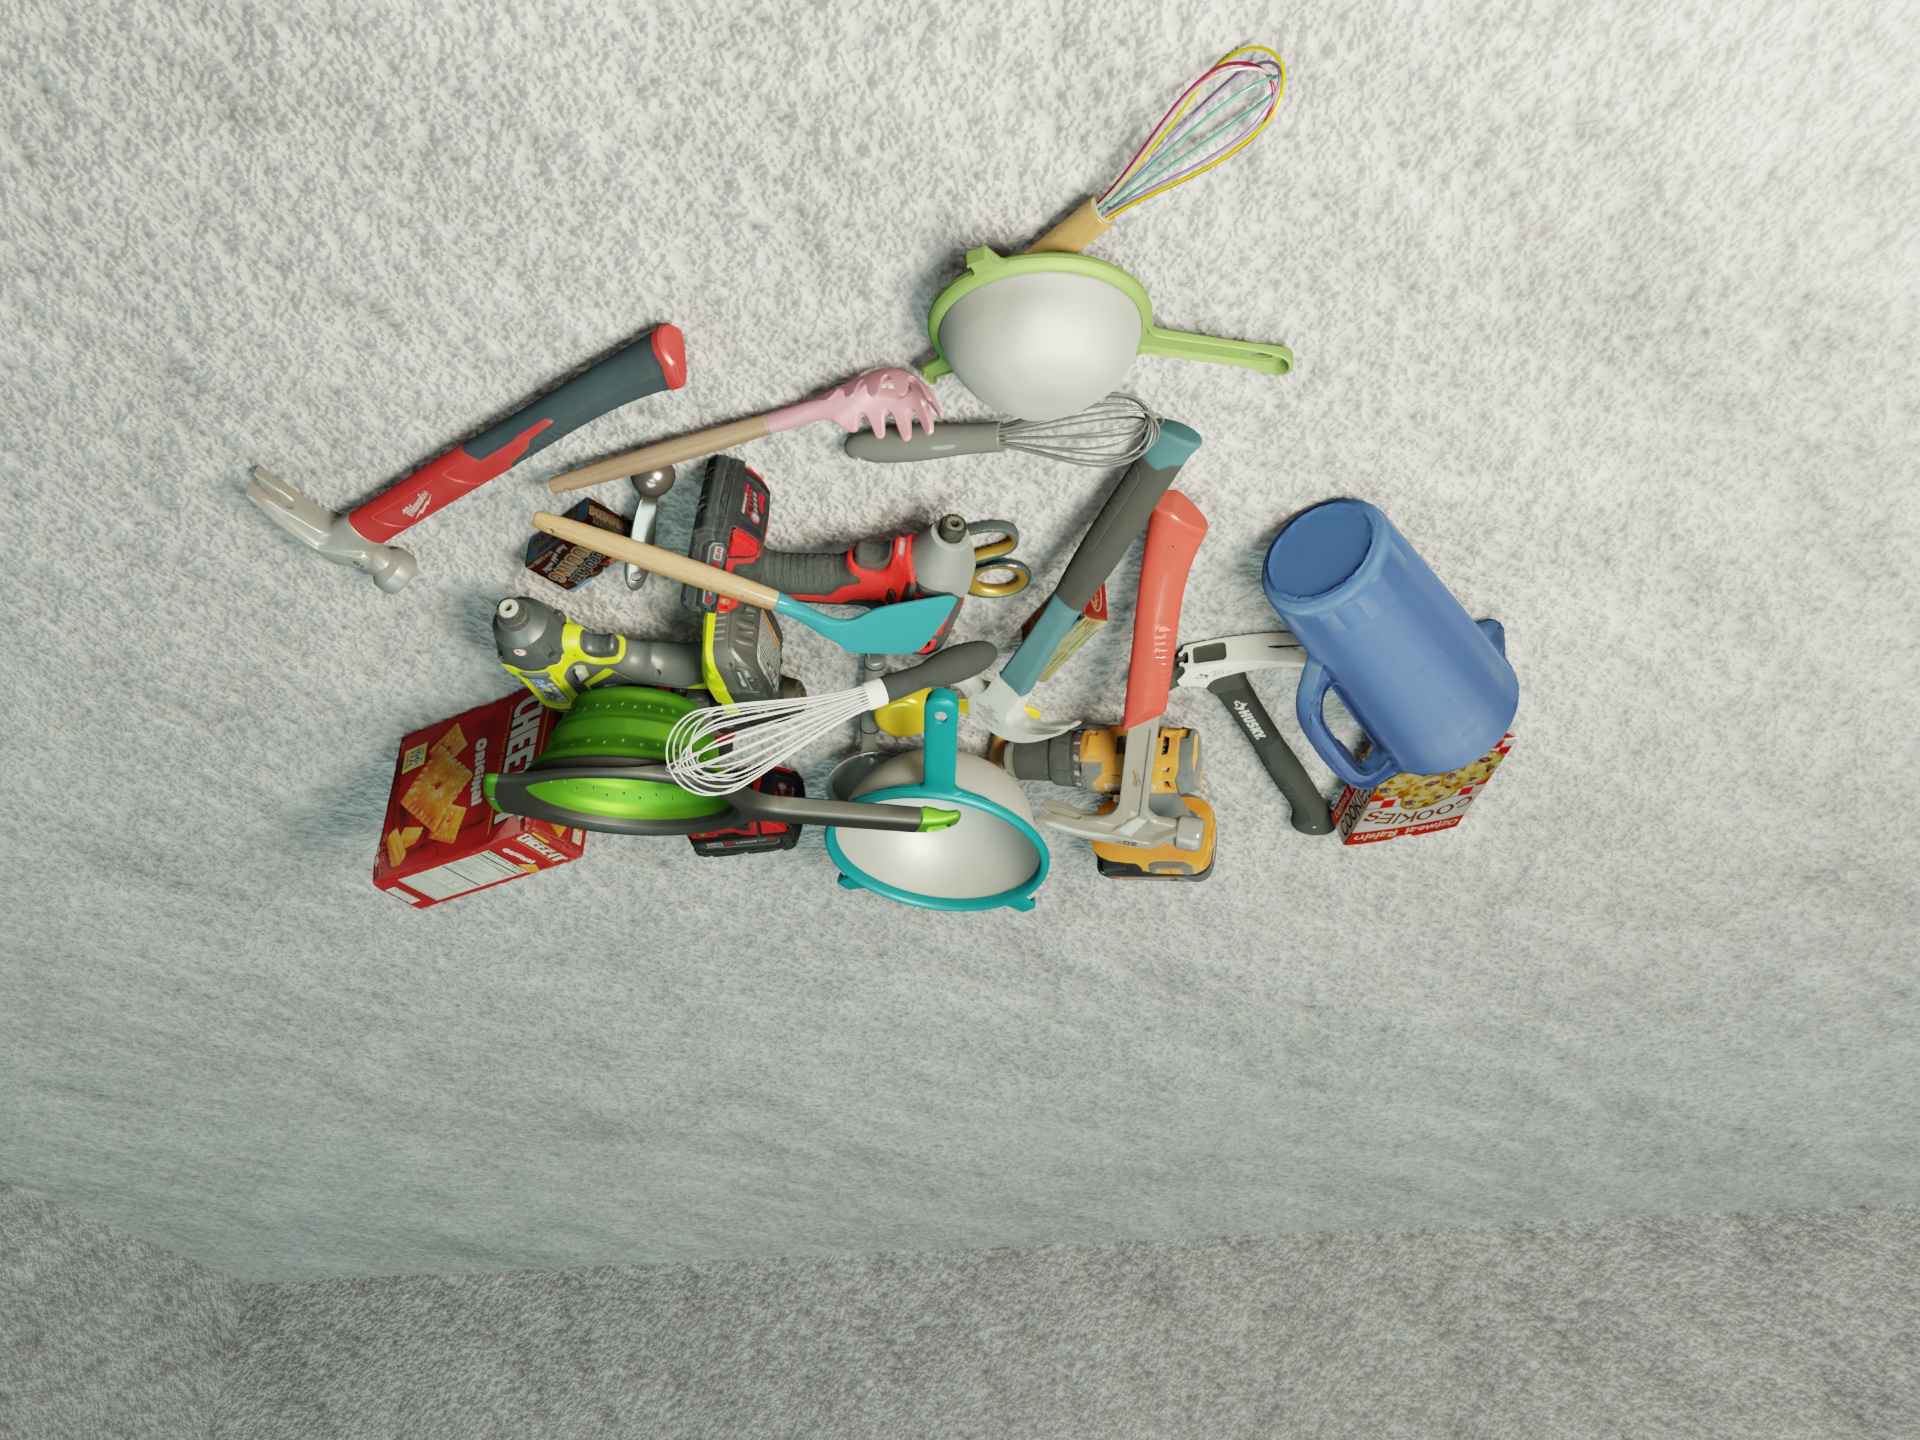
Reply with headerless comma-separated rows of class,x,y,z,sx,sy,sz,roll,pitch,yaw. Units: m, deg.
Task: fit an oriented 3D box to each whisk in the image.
whisk,-0.097,-0.010,1.253,0.284,0.070,0.070,-21,151,-17
whisk,0.103,-0.328,0.977,0.245,0.051,0.047,-28,102,43
whisk,0.029,-0.206,1.153,0.239,0.055,0.055,-1,147,16

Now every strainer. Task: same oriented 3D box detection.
strainer,0.105,-0.235,1.064,0.256,0.069,0.151,5,160,-13
strainer,-0.085,0.011,1.493,0.087,0.050,0.258,-7,142,-12
strainer,-0.015,0.052,1.446,0.211,0.095,0.340,7,144,3

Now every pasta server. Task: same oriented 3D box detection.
pasta server,-0.164,-0.204,1.164,0.316,0.040,0.060,-12,155,17

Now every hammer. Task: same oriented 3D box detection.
hammer,0.091,-0.106,1.252,0.033,0.128,0.330,-27,157,-46
hammer,-0.360,-0.206,1.178,0.386,0.038,0.143,-21,139,30
hammer,0.148,-0.033,1.332,0.149,0.037,0.358,10,131,10
hammer,0.296,0.022,1.496,0.146,0.035,0.334,-14,143,24

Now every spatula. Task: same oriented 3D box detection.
spatula,-0.162,-0.105,1.192,0.317,0.044,0.082,18,144,-16

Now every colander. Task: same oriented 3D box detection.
colander,-0.195,0.037,1.351,0.397,0.095,0.204,5,162,-10

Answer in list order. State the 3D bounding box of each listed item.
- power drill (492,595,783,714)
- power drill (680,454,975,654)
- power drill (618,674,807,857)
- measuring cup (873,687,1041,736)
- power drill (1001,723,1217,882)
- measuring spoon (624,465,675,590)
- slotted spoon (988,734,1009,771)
power drill,-0.272,-0.060,1.342,0.223,0.080,0.171,0,159,5
power drill,-0.099,-0.127,1.239,0.219,0.079,0.143,12,145,-10
power drill,-0.213,0.034,1.505,0.188,0.080,0.226,-7,143,12
measuring cup,-0.002,-0.005,1.435,0.156,0.029,0.062,6,137,-10
power drill,0.150,0.075,1.527,0.185,0.084,0.226,0,150,18
measuring spoon,-0.246,-0.149,1.241,0.034,0.018,0.124,3,128,-20
slotted spoon,0.034,0.040,1.543,0.070,0.031,0.313,2,145,-8
